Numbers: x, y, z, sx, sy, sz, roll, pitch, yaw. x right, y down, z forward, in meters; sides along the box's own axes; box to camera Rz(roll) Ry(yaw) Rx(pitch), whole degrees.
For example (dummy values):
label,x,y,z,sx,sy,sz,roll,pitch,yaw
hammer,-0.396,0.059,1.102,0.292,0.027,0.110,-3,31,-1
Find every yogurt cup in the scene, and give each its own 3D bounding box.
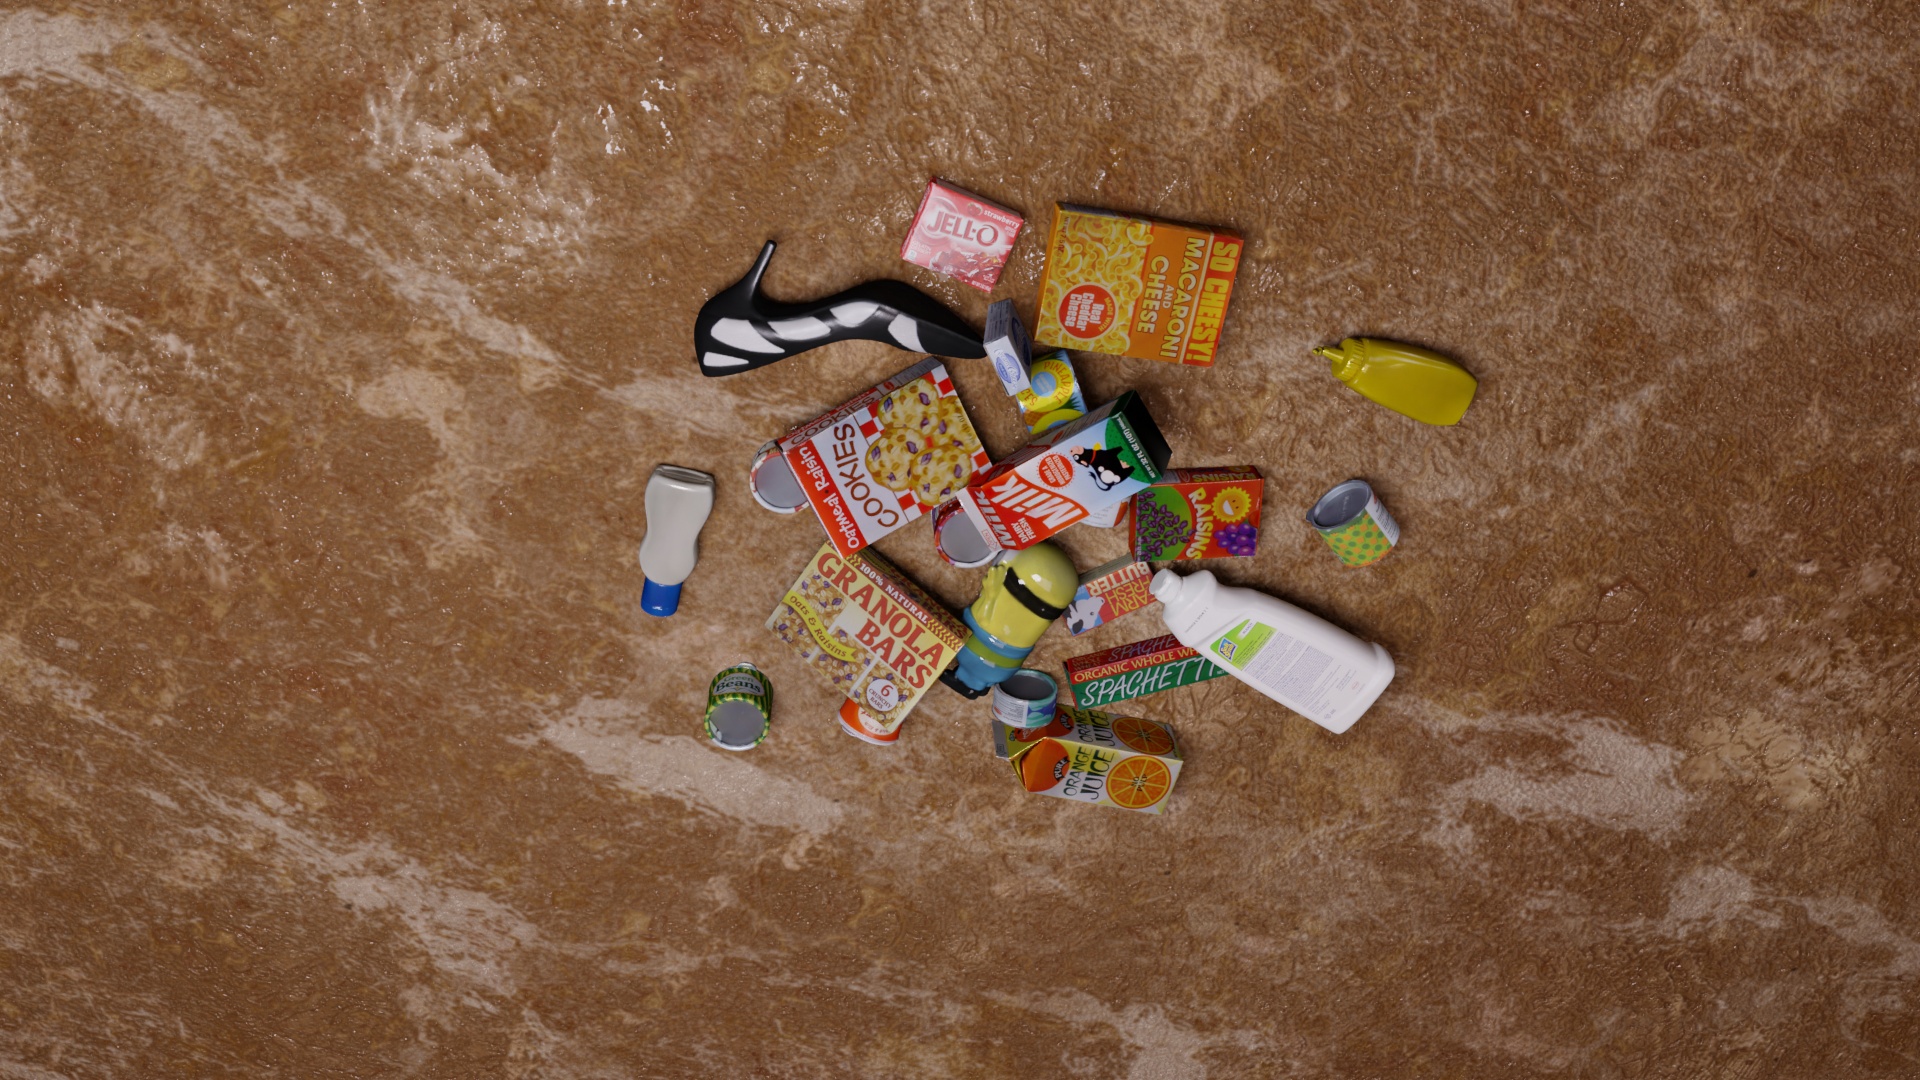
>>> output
label,x,y,z,sx,sy,sz,roll,pitch,yaw
yogurt cup,-0.085,0.169,1.418,0.072,0.072,0.053,21,105,-14

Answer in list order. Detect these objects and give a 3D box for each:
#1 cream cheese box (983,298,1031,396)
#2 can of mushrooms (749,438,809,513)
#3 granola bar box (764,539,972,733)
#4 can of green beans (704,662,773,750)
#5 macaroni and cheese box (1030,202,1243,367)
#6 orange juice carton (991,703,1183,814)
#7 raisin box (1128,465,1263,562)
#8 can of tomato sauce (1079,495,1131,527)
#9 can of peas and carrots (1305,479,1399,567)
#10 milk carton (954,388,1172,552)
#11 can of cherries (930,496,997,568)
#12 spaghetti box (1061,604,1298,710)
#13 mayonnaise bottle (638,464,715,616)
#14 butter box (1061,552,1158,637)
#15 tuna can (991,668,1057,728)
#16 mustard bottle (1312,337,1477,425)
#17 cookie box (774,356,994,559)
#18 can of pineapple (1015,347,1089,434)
label,x,y,z,sx,sy,sz,roll,pitch,yaw
cream cheese box,0.043,-0.173,1.234,0.024,0.104,0.053,-21,115,14
can of mushrooms,-0.165,-0.063,1.313,0.071,0.033,0.070,-1,117,-3
granola bar box,-0.089,0.087,1.354,0.165,0.039,0.124,40,109,6
can of green beans,-0.225,0.171,1.411,0.071,0.058,0.071,-2,117,-3
macaroni and cheese box,0.157,-0.229,1.250,0.167,0.040,0.123,7,116,-7
orange juice carton,0.127,0.224,1.456,0.193,0.072,0.072,11,115,-10
raisin box,0.229,-0.027,1.358,0.123,0.040,0.085,-3,116,-4
can of tomato sauce,0.135,-0.064,1.319,0.071,0.071,0.082,10,116,-9
can of peas and carrots,0.385,-0.015,1.361,0.071,0.071,0.058,-37,114,14
milk carton,0.089,-0.055,1.253,0.190,0.074,0.072,-27,102,25
can of cherries,0.005,-0.017,1.334,0.071,0.058,0.071,-2,117,-3
spaghetti box,0.233,0.122,1.438,0.250,0.029,0.050,-14,116,2
mayonnaise bottle,-0.278,0.002,1.333,0.065,0.041,0.147,13,116,-9
butter box,0.148,0.053,1.399,0.103,0.024,0.053,-24,115,8
tuna can,0.068,0.161,1.426,0.071,0.071,0.032,2,116,-5
mustard bottle,0.401,-0.157,1.300,0.160,0.049,0.065,18,114,-12
cookie box,-0.069,-0.077,1.289,0.168,0.040,0.122,-30,116,-6
can of pineapple,0.080,-0.137,1.274,0.058,0.071,0.070,-20,116,6
